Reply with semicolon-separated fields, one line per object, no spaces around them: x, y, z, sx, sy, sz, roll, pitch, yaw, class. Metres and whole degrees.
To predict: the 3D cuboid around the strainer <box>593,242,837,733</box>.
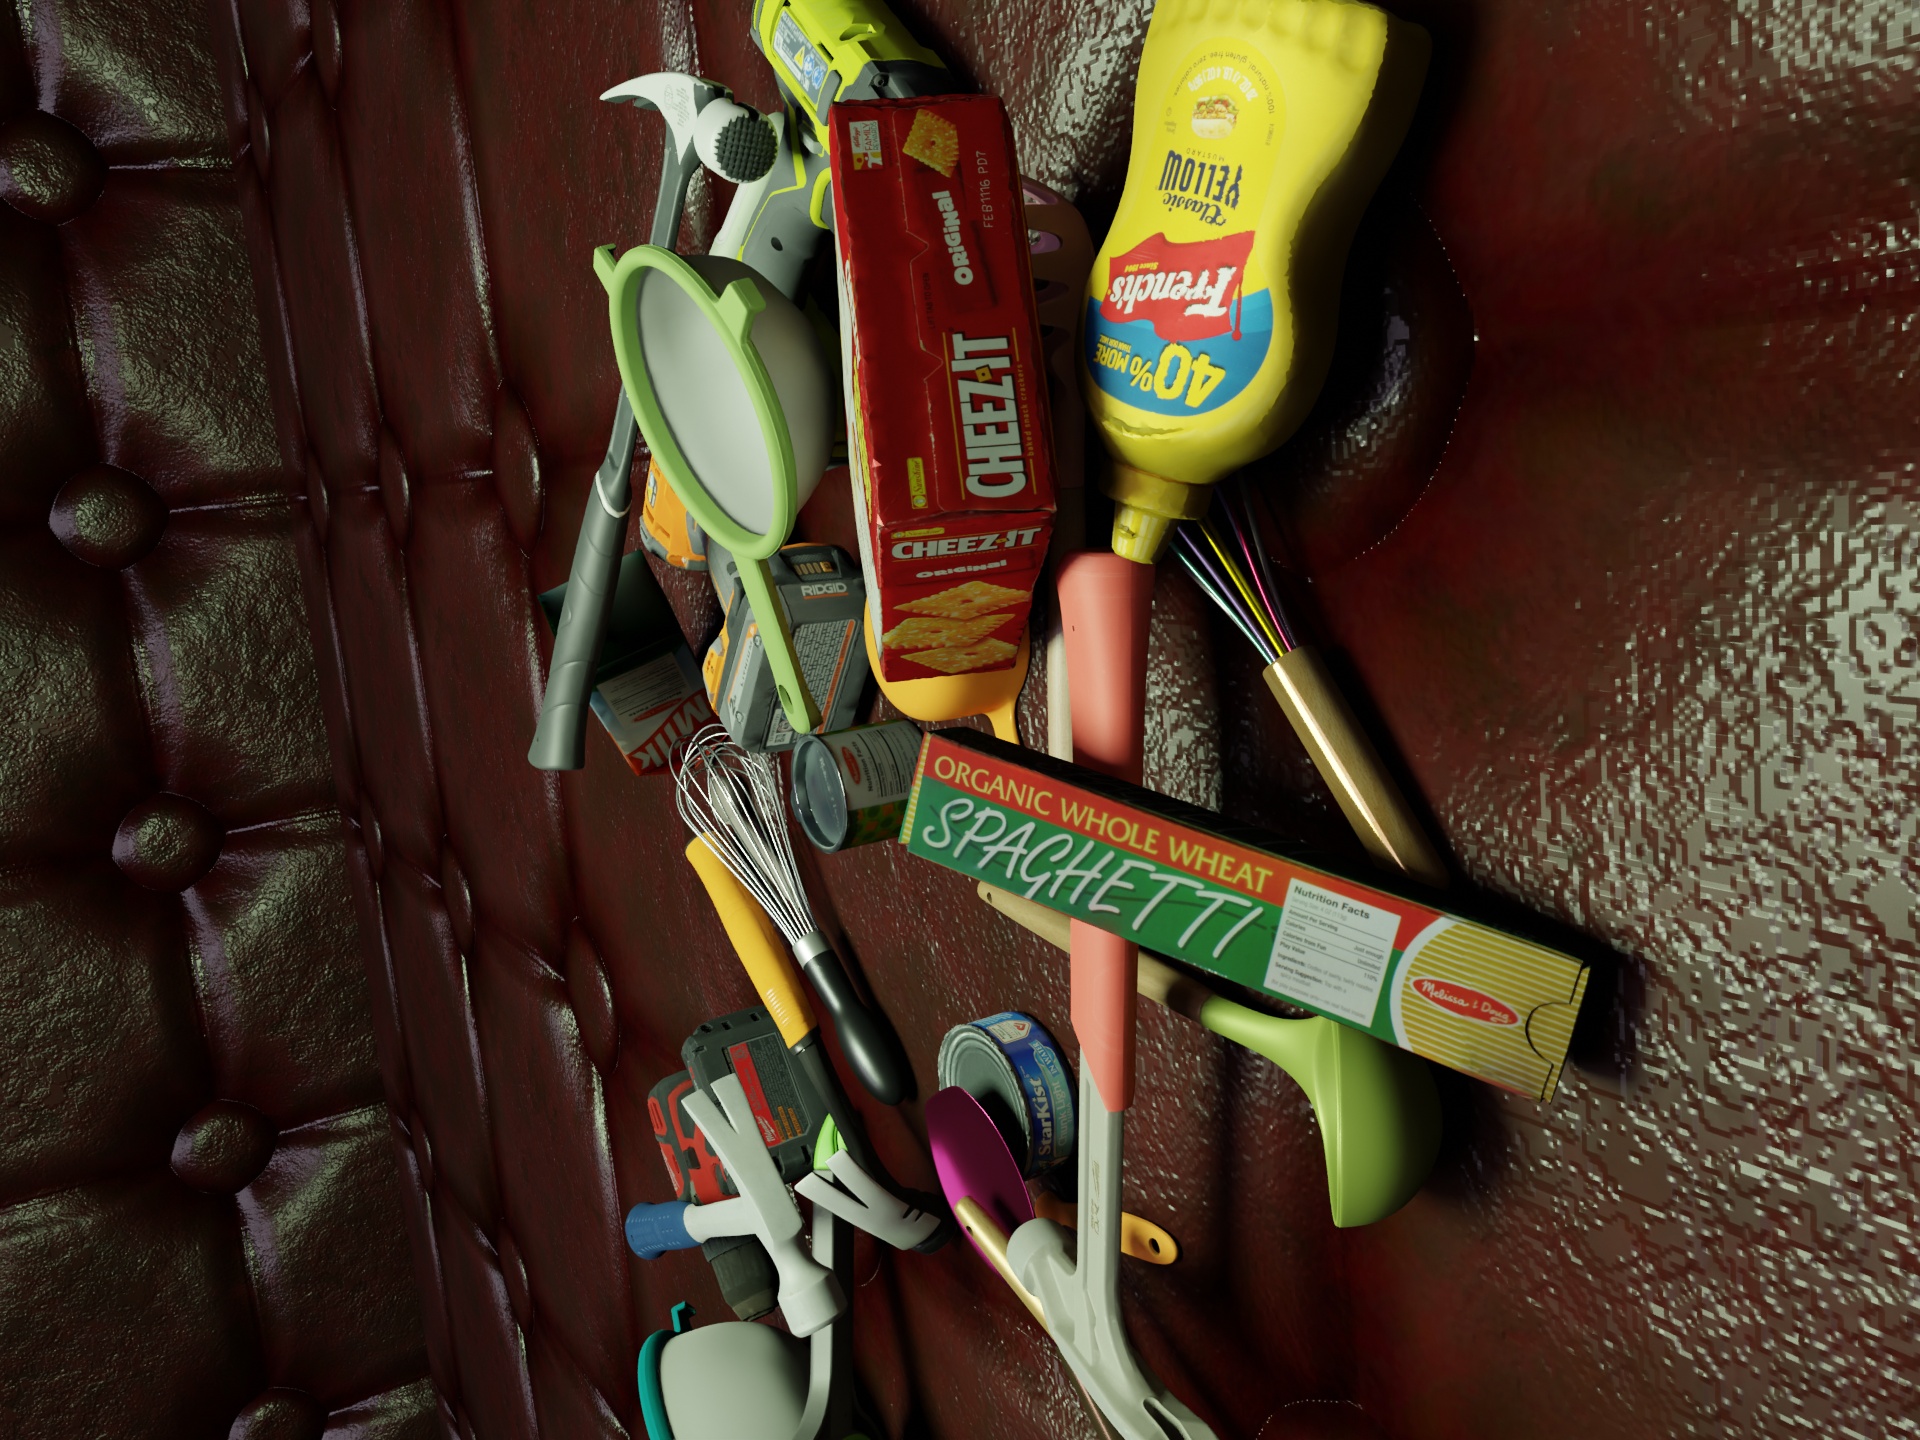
-0.087;-0.113;0.771;0.152;0.069;0.256;29;142;48;strainer

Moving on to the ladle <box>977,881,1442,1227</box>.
0.082;0.118;0.682;0.320;0.062;0.078;21;118;58;ladle

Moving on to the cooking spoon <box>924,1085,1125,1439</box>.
0.065;0.324;0.773;0.068;0.017;0.319;-43;71;47;cooking spoon

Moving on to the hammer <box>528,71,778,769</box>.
-0.190;-0.147;0.874;0.149;0.036;0.408;46;127;43;hammer

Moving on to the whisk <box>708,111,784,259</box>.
-0.144;-0.260;0.948;0.246;0.059;0.058;128;152;-47;whisk

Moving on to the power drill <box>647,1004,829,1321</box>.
-0.155;0.316;1.126;0.188;0.080;0.226;66;150;21;power drill

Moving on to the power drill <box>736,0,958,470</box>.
-0.070;-0.240;0.799;0.171;0.080;0.223;59;141;30;power drill

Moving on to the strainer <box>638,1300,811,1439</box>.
-0.119;0.486;1.012;0.211;0.095;0.340;58;176;0;strainer

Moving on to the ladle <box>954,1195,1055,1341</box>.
0.098;0.332;0.706;0.316;0.031;0.069;43;139;31;ladle

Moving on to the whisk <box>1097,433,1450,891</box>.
0.114;-0.041;0.597;0.245;0.051;0.047;63;167;18;whisk

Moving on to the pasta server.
0.040;-0.077;0.704;0.060;0.040;0.316;-108;15;-70;pasta server

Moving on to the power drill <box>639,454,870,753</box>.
-0.123;-0.111;0.927;0.227;0.084;0.164;61;145;36;power drill

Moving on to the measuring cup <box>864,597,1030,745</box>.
-0.001;-0.002;0.780;0.095;0.052;0.174;-25;76;59;measuring cup

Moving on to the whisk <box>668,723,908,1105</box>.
-0.108;0.118;1.000;0.285;0.070;0.070;57;144;24;whisk

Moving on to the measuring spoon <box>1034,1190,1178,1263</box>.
0.069;0.252;0.788;0.117;0.011;0.021;-10;91;60;measuring spoon

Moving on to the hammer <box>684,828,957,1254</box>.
-0.111;0.180;0.998;0.127;0.034;0.337;45;-174;-46;hammer

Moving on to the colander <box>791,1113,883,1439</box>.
-0.045;0.441;0.963;0.094;0.204;0.397;-5;75;18;colander

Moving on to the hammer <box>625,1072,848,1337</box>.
-0.171;0.323;1.041;0.144;0.035;0.405;64;153;8;hammer

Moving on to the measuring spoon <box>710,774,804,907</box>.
-0.133;0.081;1.075;0.124;0.018;0.034;48;138;32;measuring spoon

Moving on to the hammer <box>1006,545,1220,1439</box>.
0.062;0.109;0.642;0.149;0.036;0.359;-148;55;-63;hammer
